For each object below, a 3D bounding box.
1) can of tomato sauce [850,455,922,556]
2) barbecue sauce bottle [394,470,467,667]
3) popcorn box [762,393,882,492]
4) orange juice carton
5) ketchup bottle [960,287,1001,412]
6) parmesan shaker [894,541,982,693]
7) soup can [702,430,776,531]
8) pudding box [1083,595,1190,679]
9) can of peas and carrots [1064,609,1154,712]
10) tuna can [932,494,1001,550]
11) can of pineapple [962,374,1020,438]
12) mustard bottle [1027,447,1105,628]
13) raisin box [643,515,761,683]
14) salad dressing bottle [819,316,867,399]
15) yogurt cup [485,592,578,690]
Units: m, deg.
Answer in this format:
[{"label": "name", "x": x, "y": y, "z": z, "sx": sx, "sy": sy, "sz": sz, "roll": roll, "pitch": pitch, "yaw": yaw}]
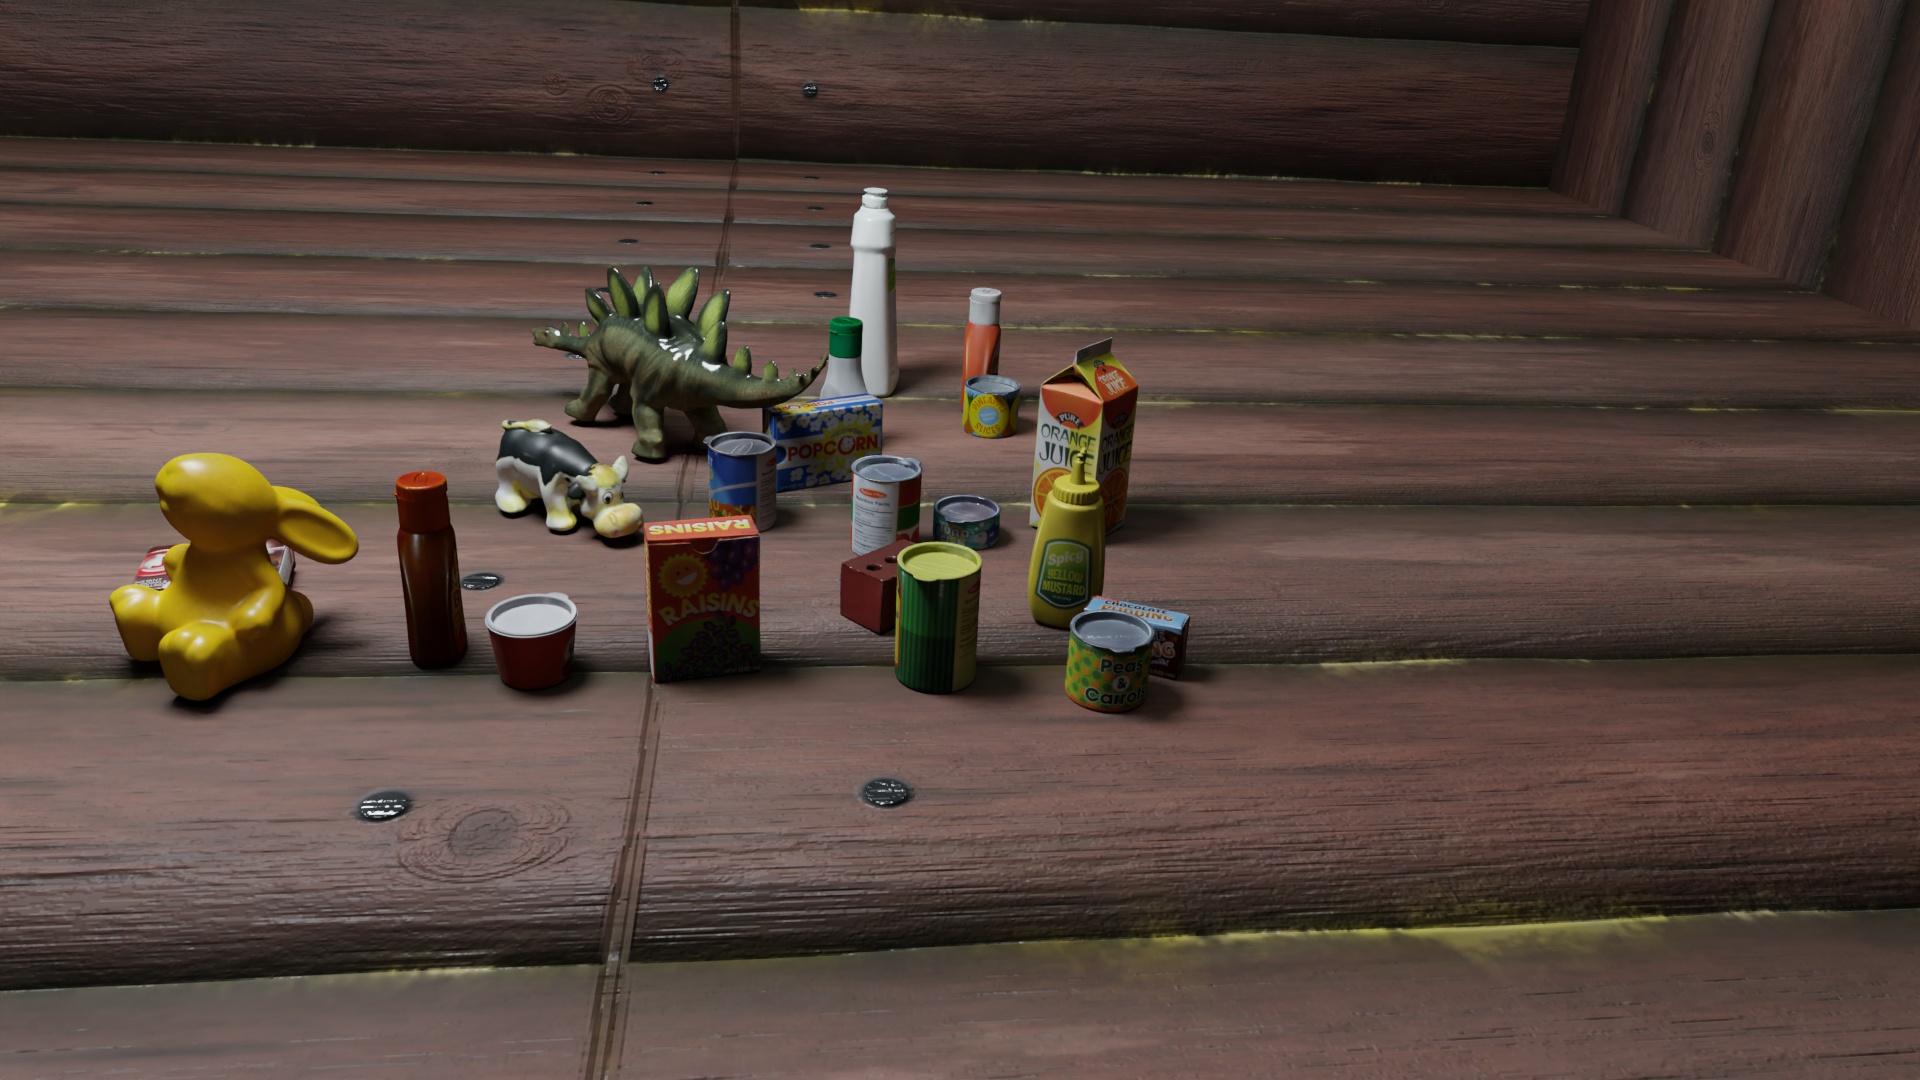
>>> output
[{"label": "can of tomato sauce", "x": -0.070, "y": -0.031, "z": 1.317, "sx": 0.071, "sy": 0.082, "sz": 0.071, "roll": 3, "pitch": 24, "yaw": -1}, {"label": "barbecue sauce bottle", "x": -0.413, "y": 0.021, "z": 1.080, "sx": 0.044, "sy": 0.147, "sz": 0.065, "roll": -4, "pitch": 25, "yaw": -16}, {"label": "popcorn box", "x": -0.145, "y": -0.104, "z": 1.464, "sx": 0.127, "sy": 0.084, "sz": 0.038, "roll": -11, "pitch": 28, "yaw": -28}, {"label": "orange juice carton", "x": 0.123, "y": -0.101, "z": 1.364, "sx": 0.073, "sy": 0.191, "sz": 0.072, "roll": 19, "pitch": 28, "yaw": 31}, {"label": "ketchup bottle", "x": 0.026, "y": -0.230, "z": 1.687, "sx": 0.043, "sy": 0.148, "sz": 0.065, "roll": 8, "pitch": 24, "yaw": 10}, {"label": "parmesan shaker", "x": -0.020, "y": 0.062, "z": 1.095, "sx": 0.071, "sy": 0.102, "sz": 0.071, "roll": 3, "pitch": 24, "yaw": -1}, {"label": "soup can", "x": -0.215, "y": -0.057, "z": 1.354, "sx": 0.071, "sy": 0.083, "sz": 0.071, "roll": 3, "pitch": 24, "yaw": -1}, {"label": "pudding box", "x": 0.144, "y": 0.079, "z": 1.144, "sx": 0.084, "sy": 0.049, "sz": 0.030, "roll": 12, "pitch": 25, "yaw": 18}, {"label": "can of peas and carrots", "x": 0.118, "y": 0.095, "z": 1.093, "sx": 0.071, "sy": 0.058, "sz": 0.071, "roll": 3, "pitch": 24, "yaw": -1}, {"label": "tuna can", "x": 0.005, "y": -0.017, "z": 1.356, "sx": 0.071, "sy": 0.032, "sz": 0.071, "roll": 3, "pitch": 24, "yaw": -1}, {"label": "can of pineapple", "x": 0.036, "y": -0.157, "z": 1.638, "sx": 0.071, "sy": 0.057, "sz": 0.071, "roll": 3, "pitch": 24, "yaw": -1}, {"label": "mustard bottle", "x": 0.094, "y": -0.004, "z": 1.185, "sx": 0.065, "sy": 0.159, "sz": 0.049, "roll": 7, "pitch": 24, "yaw": 7}, {"label": "raisin box", "x": -0.201, "y": 0.045, "z": 1.083, "sx": 0.086, "sy": 0.122, "sz": 0.040, "roll": -4, "pitch": 25, "yaw": -16}, {"label": "salad dressing bottle", "x": -0.128, "y": -0.173, "z": 1.542, "sx": 0.064, "sy": 0.147, "sz": 0.044, "roll": 24, "pitch": 31, "yaw": 38}, {"label": "yogurt cup", "x": -0.330, "y": 0.080, "z": 1.075, "sx": 0.072, "sy": 0.053, "sz": 0.073, "roll": 3, "pitch": 24, "yaw": -1}]
